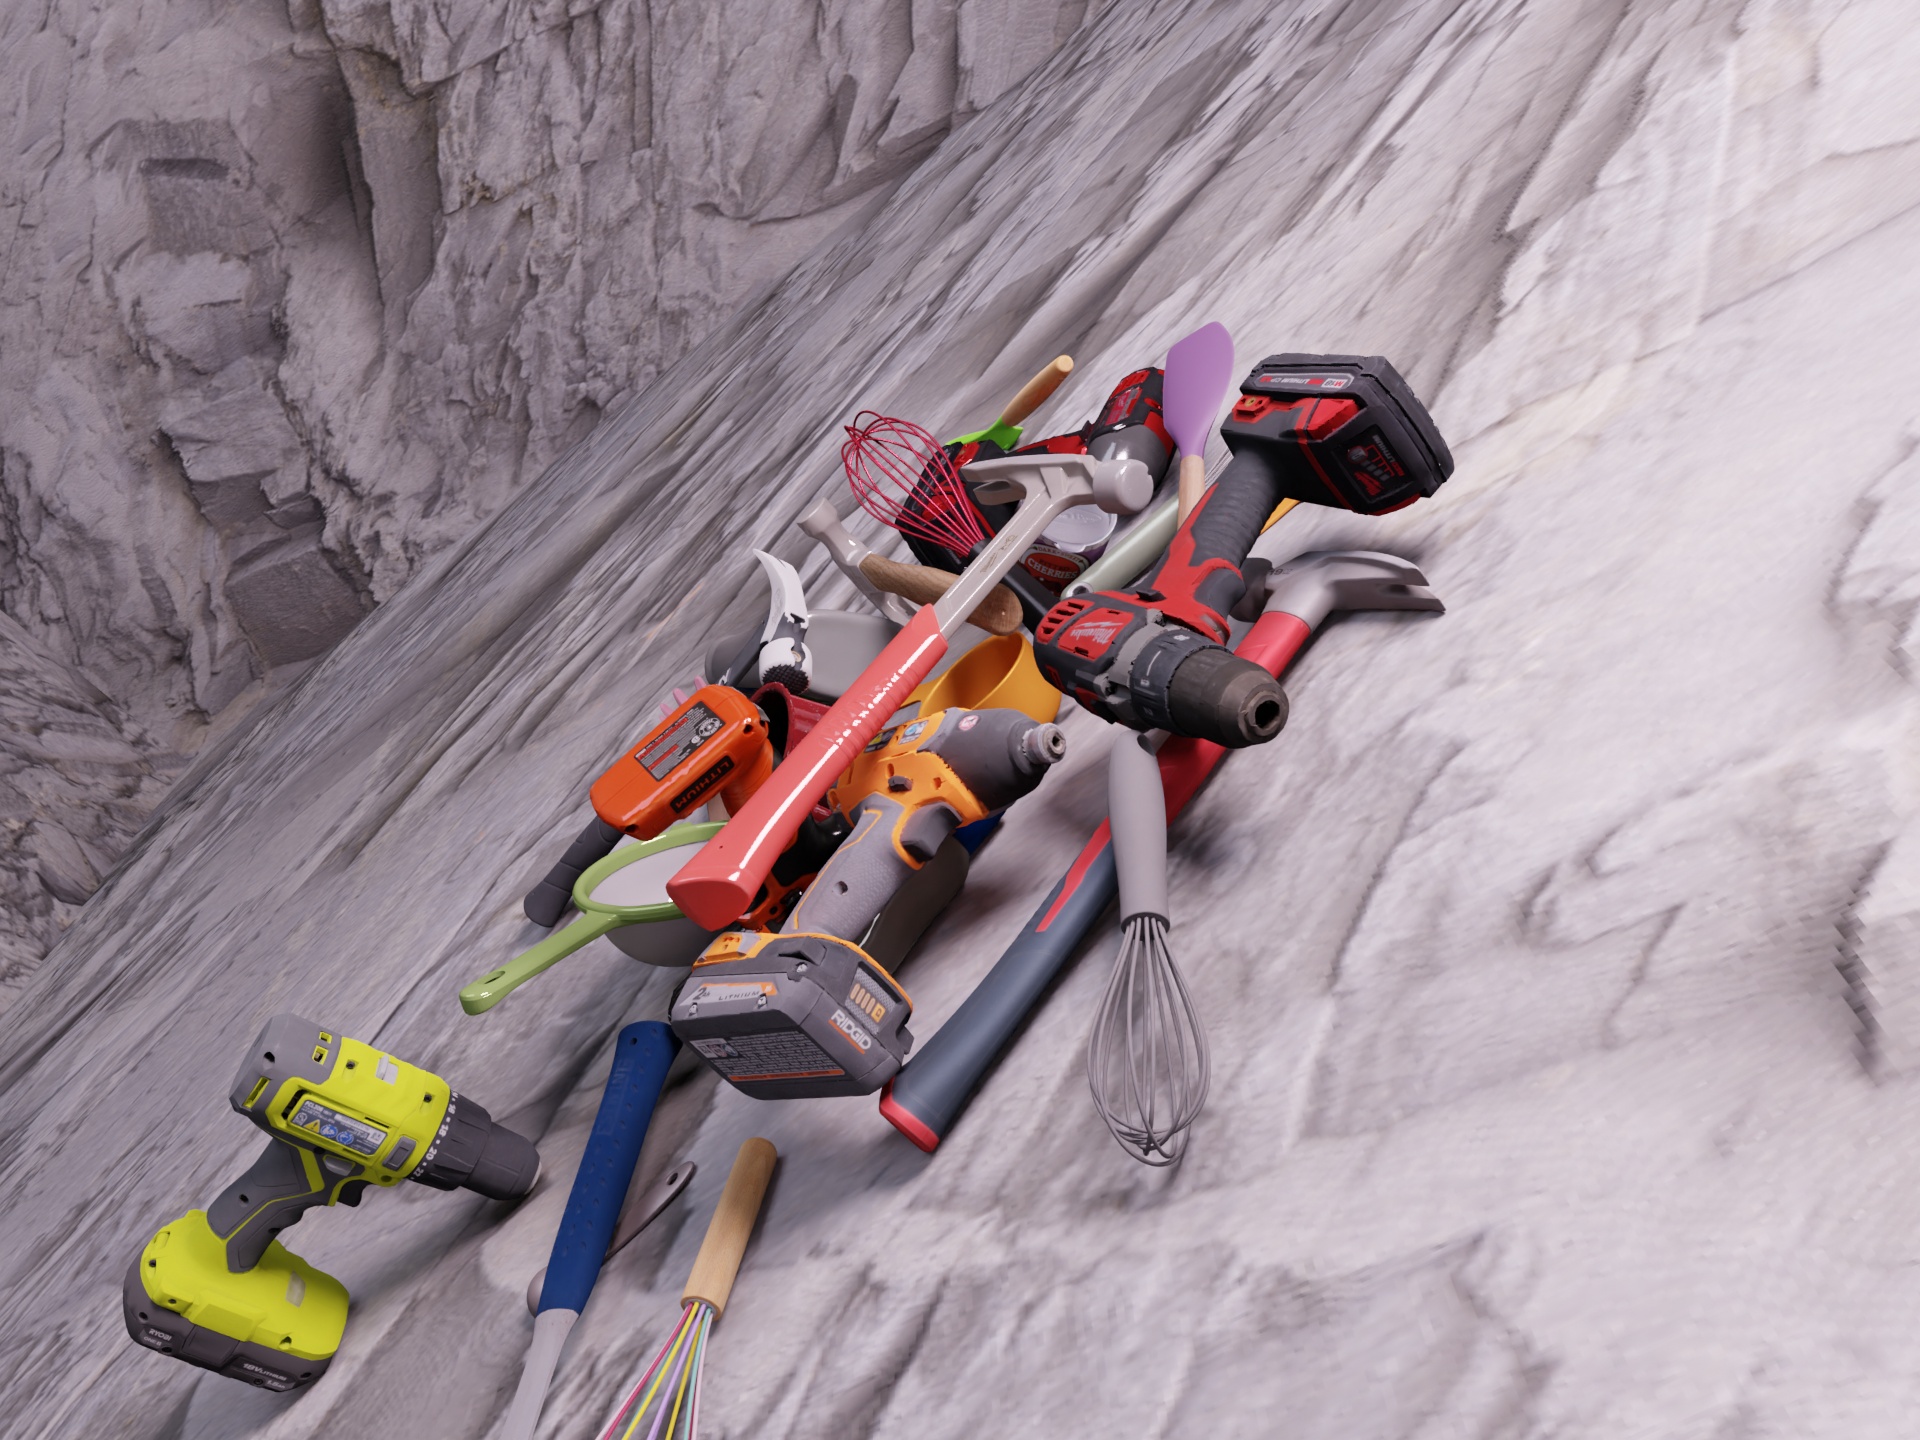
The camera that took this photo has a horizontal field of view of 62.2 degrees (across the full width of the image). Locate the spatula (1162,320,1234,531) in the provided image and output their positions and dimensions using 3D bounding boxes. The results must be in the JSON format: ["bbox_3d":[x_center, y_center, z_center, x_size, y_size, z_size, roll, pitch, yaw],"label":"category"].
[{"bbox_3d":[0.149,-0.147,1.012,0.060,0.018,0.316,-25,42,36],"label":"spatula"}]

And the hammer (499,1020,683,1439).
[{"bbox_3d":[-0.219,0.322,0.829,0.144,0.035,0.406,-21,32,21],"label":"hammer"}]

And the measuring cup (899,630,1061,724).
[{"bbox_3d":[-0.002,-0.003,1.047,0.173,0.052,0.095,-14,35,55],"label":"measuring cup"}]

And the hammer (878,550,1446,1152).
[{"bbox_3d":[0.097,0.059,0.815,0.386,0.038,0.143,-51,28,-18],"label":"hammer"}]

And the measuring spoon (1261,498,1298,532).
[{"bbox_3d":[0.178,-0.119,1.010,0.117,0.011,0.021,-37,25,11],"label":"measuring spoon"}]

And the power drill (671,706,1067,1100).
[{"bbox_3d":[-0.038,0.083,0.833,0.164,0.084,0.227,-16,34,45],"label":"power drill"}]

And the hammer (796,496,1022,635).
[{"bbox_3d":[-0.027,-0.092,1.108,0.031,0.130,0.331,-45,20,-6],"label":"hammer"}]

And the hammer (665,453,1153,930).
[{"bbox_3d":[-0.041,-0.029,0.891,0.149,0.036,0.359,7,49,48],"label":"hammer"}]

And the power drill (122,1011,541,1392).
[{"bbox_3d":[-0.397,0.309,1.003,0.228,0.190,0.080,-52,23,13],"label":"power drill"}]

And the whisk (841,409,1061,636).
[{"bbox_3d":[0.004,-0.126,1.095,0.073,0.073,0.296,-42,55,0],"label":"whisk"}]

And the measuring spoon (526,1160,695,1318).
[{"bbox_3d":[-0.201,0.291,0.903,0.124,0.018,0.034,-43,24,-2],"label":"measuring spoon"}]

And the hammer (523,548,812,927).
[{"bbox_3d":[-0.234,0.034,1.220,0.409,0.036,0.149,-46,34,32],"label":"hammer"}]

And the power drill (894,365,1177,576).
[{"bbox_3d":[0.064,-0.180,1.206,0.220,0.078,0.143,-17,35,38],"label":"power drill"}]

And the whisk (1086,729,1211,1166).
[{"bbox_3d":[0.081,0.092,0.726,0.055,0.055,0.239,-29,37,28],"label":"whisk"}]

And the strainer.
[{"bbox_3d":[-0.207,0.142,1.021,0.151,0.069,0.256,2,22,38],"label":"strainer"}]

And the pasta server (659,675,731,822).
[{"bbox_3d":[-0.203,0.043,1.281,0.060,0.040,0.316,-30,26,1],"label":"pasta server"}]

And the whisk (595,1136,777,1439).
[{"bbox_3d":[-0.132,0.299,0.761,0.051,0.047,0.245,-29,25,31],"label":"whisk"}]

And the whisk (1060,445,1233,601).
[{"bbox_3d":[0.162,-0.151,1.055,0.246,0.058,0.059,-40,-10,12],"label":"whisk"}]

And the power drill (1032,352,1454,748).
[{"bbox_3d":[0.154,-0.083,0.828,0.227,0.080,0.188,-49,28,-7],"label":"power drill"}]

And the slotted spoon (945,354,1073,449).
[{"bbox_3d":[0.045,-0.251,1.296,0.070,0.031,0.314,-16,2,-11],"label":"slotted spoon"}]
